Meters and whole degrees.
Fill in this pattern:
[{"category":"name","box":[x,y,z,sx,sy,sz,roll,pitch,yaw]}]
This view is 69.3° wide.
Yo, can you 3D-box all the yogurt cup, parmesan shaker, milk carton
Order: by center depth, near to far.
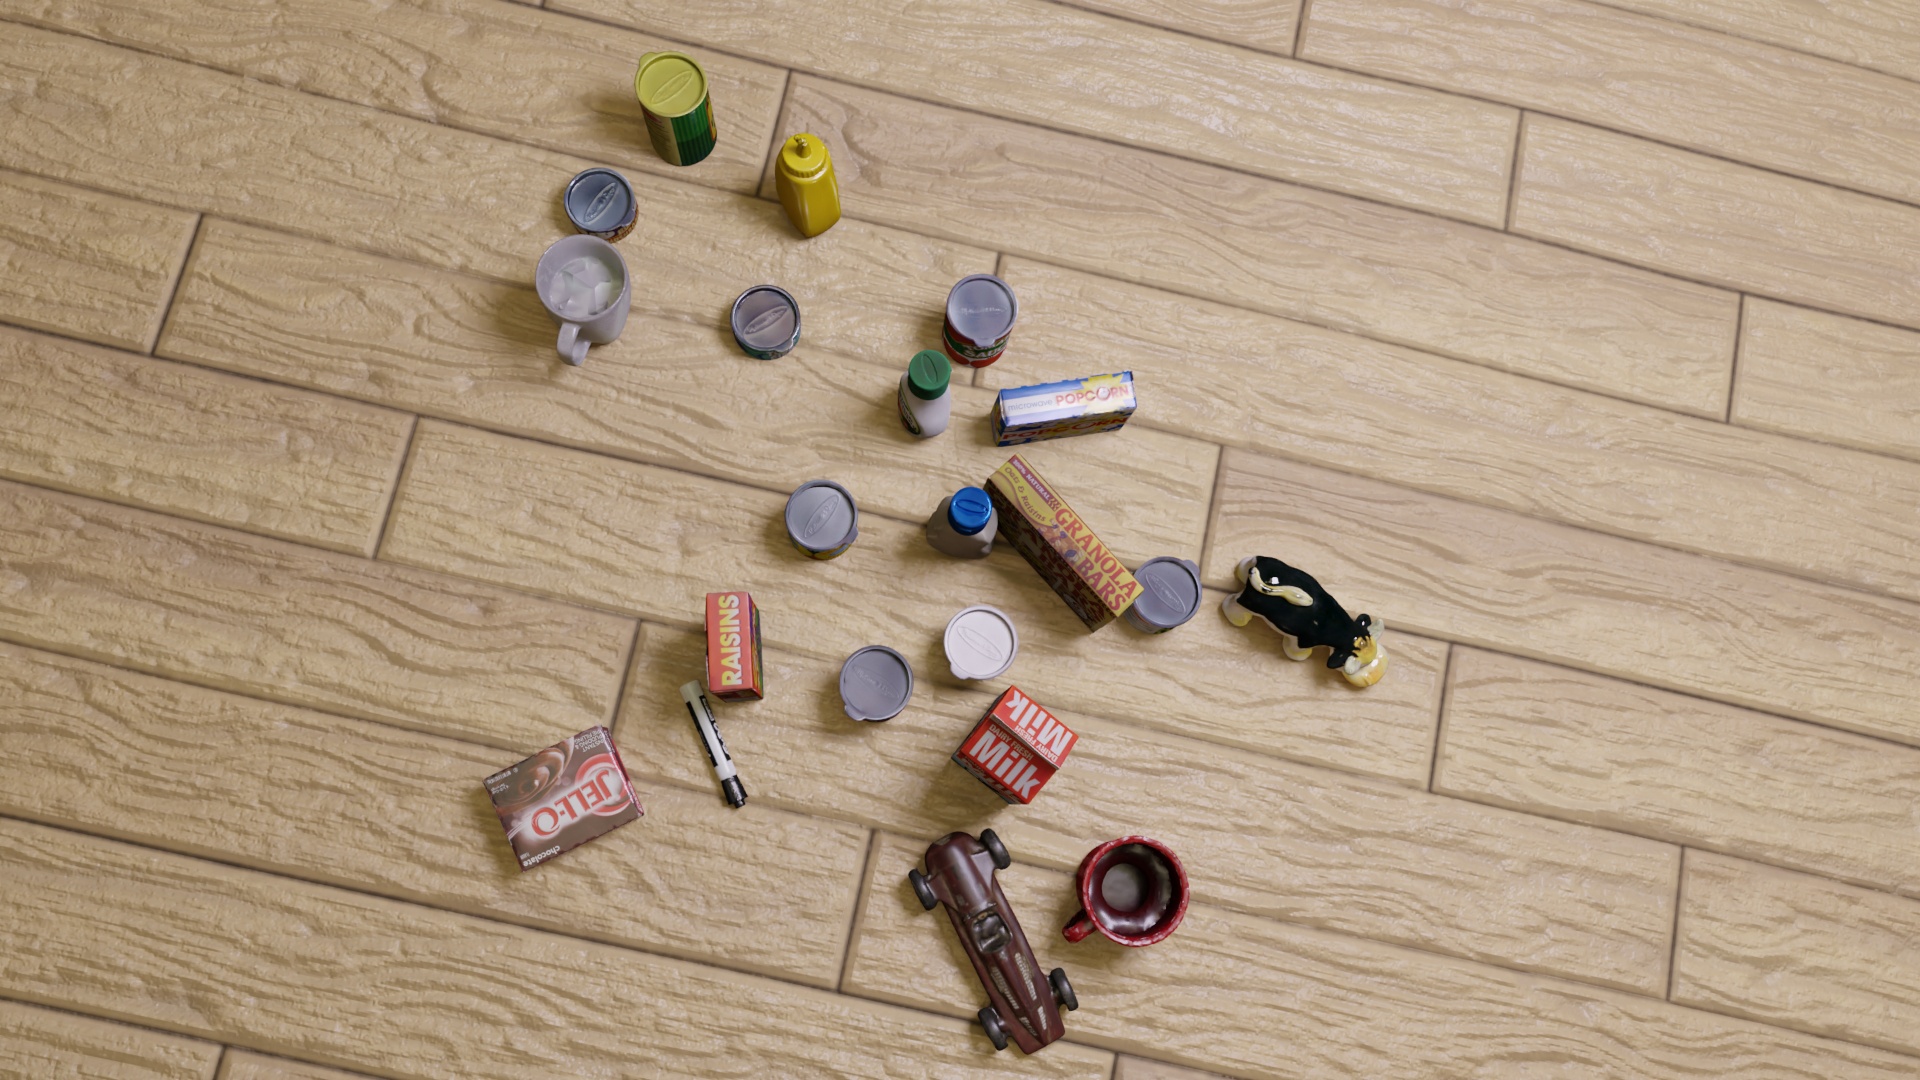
[{"category":"milk carton","box":[0.046,0.176,1.188,0.072,0.190,0.073,38,79,3]},{"category":"yogurt cup","box":[0.017,0.096,1.271,0.072,0.054,0.072,1,79,-4]},{"category":"parmesan shaker","box":[-0.271,-0.411,1.322,0.071,0.103,0.071,1,79,-4]}]

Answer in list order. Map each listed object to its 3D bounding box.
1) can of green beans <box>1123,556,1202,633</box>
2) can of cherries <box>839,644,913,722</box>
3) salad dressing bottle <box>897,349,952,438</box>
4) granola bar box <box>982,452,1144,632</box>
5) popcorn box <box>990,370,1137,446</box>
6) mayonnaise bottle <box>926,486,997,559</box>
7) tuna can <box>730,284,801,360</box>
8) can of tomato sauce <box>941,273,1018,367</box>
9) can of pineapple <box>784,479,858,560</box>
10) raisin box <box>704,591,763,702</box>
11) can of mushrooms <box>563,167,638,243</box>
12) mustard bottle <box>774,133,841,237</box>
[{"category":"can of green beans","box":[0.186,0.052,1.291,0.071,0.057,0.071,1,79,-4]},{"category":"can of cherries","box":[-0.078,0.132,1.254,0.071,0.058,0.071,1,79,-4]},{"category":"salad dressing bottle","box":[-0.032,-0.135,1.265,0.044,0.147,0.064,-19,82,-8]},{"category":"granola bar box","box":[0.088,0.004,1.259,0.039,0.124,0.165,-42,85,-10]},{"category":"popcorn box","box":[0.095,-0.123,1.304,0.127,0.085,0.038,-9,80,-6]},{"category":"mayonnaise bottle","box":[0.004,-0.016,1.244,0.065,0.148,0.041,15,79,-2]},{"category":"tuna can","box":[-0.184,-0.205,1.325,0.071,0.032,0.071,1,79,-4]},{"category":"can of tomato sauce","box":[0.018,-0.205,1.315,0.071,0.083,0.071,1,79,-4]},{"category":"can of pineapple","box":[-0.127,-0.017,1.280,0.071,0.057,0.071,1,79,-4]},{"category":"raisin box","box":[-0.198,0.095,1.219,0.040,0.123,0.086,-3,80,-5]},{"category":"can of mushrooms","box":[-0.342,-0.320,1.334,0.071,0.033,0.071,1,79,-4]},{"category":"mustard bottle","box":[-0.142,-0.337,1.289,0.049,0.160,0.065,-33,84,-9]}]
